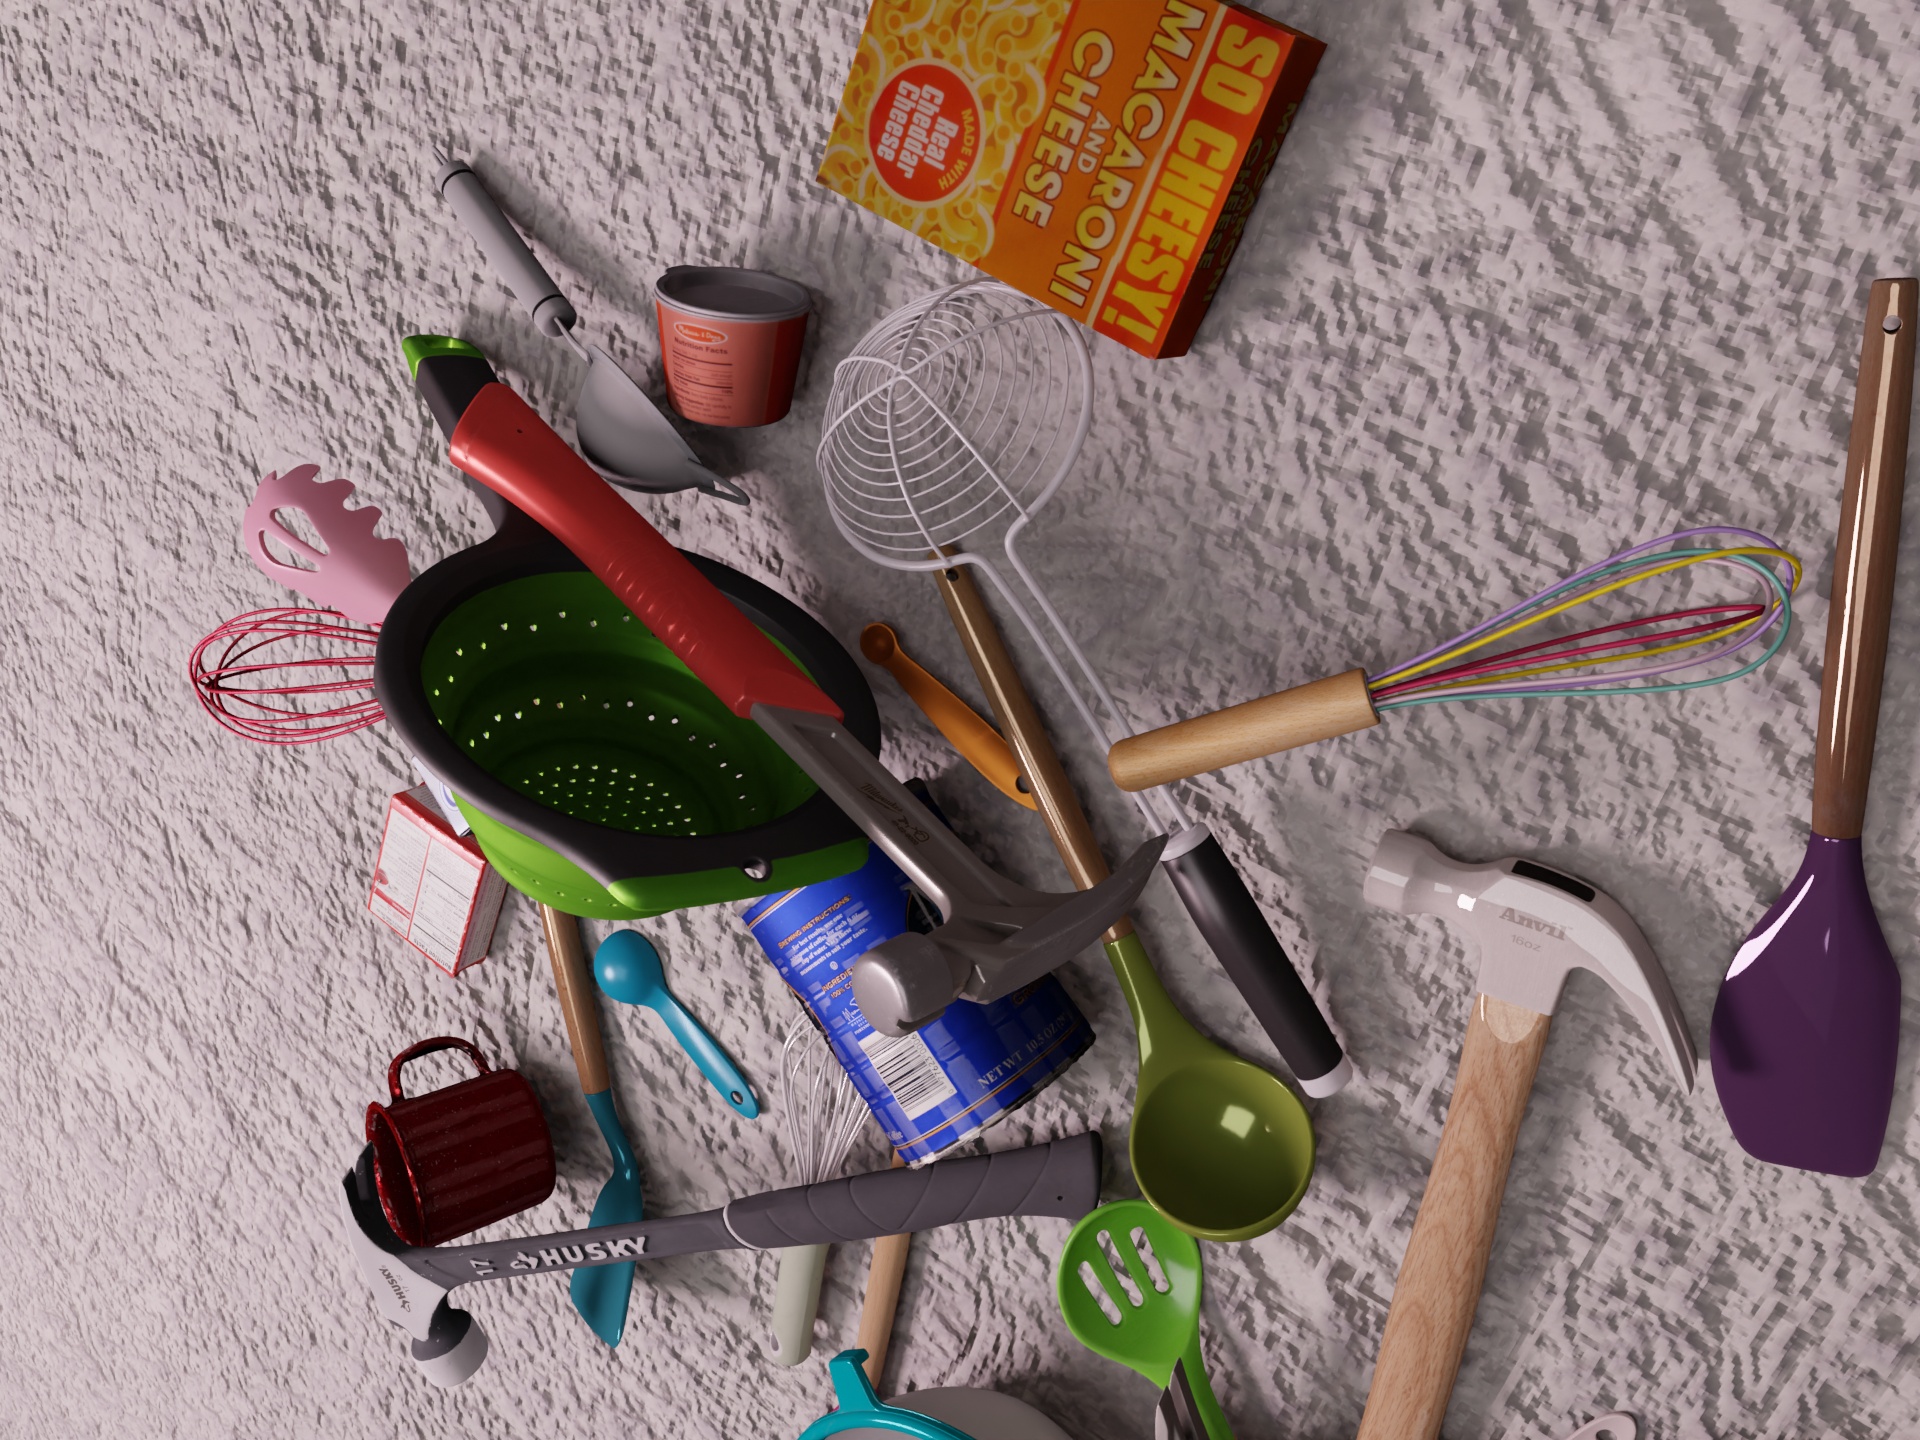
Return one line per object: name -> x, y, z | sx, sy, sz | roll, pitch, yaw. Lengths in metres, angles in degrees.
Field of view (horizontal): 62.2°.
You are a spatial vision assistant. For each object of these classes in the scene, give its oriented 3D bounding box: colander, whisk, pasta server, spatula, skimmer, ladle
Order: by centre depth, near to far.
spatula -> 0.297, 0.013, 0.539 | 0.060, 0.018, 0.315 | 6, 109, 27
whisk -> 0.170, -0.012, 0.568 | 0.245, 0.047, 0.051 | -17, 83, 21
skimmer -> 0.064, -0.011, 0.660 | 0.127, 0.090, 0.363 | -30, 98, 20
ladle -> 0.059, 0.069, 0.678 | 0.078, 0.062, 0.320 | -25, 87, -6
colander -> -0.183, -0.038, 0.717 | 0.398, 0.204, 0.094 | 53, 135, 35
pasta server -> -0.207, -0.020, 0.761 | 0.316, 0.040, 0.060 | 33, 101, -5
whisk -> -0.255, -0.027, 0.802 | 0.296, 0.073, 0.073 | -2, 104, 12
whisk -> -0.074, 0.242, 0.819 | 0.058, 0.059, 0.246 | -128, 42, -53
spatula -> -0.217, 0.185, 0.885 | 0.082, 0.044, 0.317 | 5, 108, 58

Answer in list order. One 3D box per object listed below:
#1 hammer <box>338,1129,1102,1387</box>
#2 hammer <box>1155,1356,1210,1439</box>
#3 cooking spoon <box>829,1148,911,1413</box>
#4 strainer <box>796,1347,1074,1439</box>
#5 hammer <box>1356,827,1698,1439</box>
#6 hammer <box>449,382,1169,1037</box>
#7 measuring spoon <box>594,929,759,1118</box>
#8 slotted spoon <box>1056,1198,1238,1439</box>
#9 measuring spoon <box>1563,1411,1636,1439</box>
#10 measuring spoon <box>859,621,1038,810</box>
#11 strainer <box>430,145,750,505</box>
hammer -> -0.124, 0.248, 0.787 | 0.409, 0.036, 0.149 | -14, 115, 17
hammer -> 0.275, 0.304, 0.608 | 0.410, 0.038, 0.146 | -16, 101, 28
cooking spoon -> -0.046, 0.331, 0.843 | 0.069, 0.017, 0.318 | 22, 115, 24
strainer -> 0.070, 0.434, 0.754 | 0.340, 0.095, 0.211 | 27, 119, 25
hammer -> 0.203, 0.212, 0.649 | 0.130, 0.031, 0.331 | 17, 113, 26
hammer -> -0.085, -0.028, 0.644 | 0.359, 0.149, 0.036 | 43, 132, 24
measuring spoon -> -0.155, 0.168, 0.854 | 0.129, 0.021, 0.042 | 47, 123, 12
slotted spoon -> 0.129, 0.357, 0.735 | 0.313, 0.070, 0.031 | 63, 168, -5
measuring spoon -> 0.243, 0.329, 0.675 | 0.034, 0.018, 0.124 | 40, 114, 11
measuring spoon -> -0.001, -0.002, 0.720 | 0.117, 0.011, 0.021 | 44, 119, 8
strainer -> -0.187, -0.182, 0.746 | 0.050, 0.086, 0.259 | -35, 72, -7
